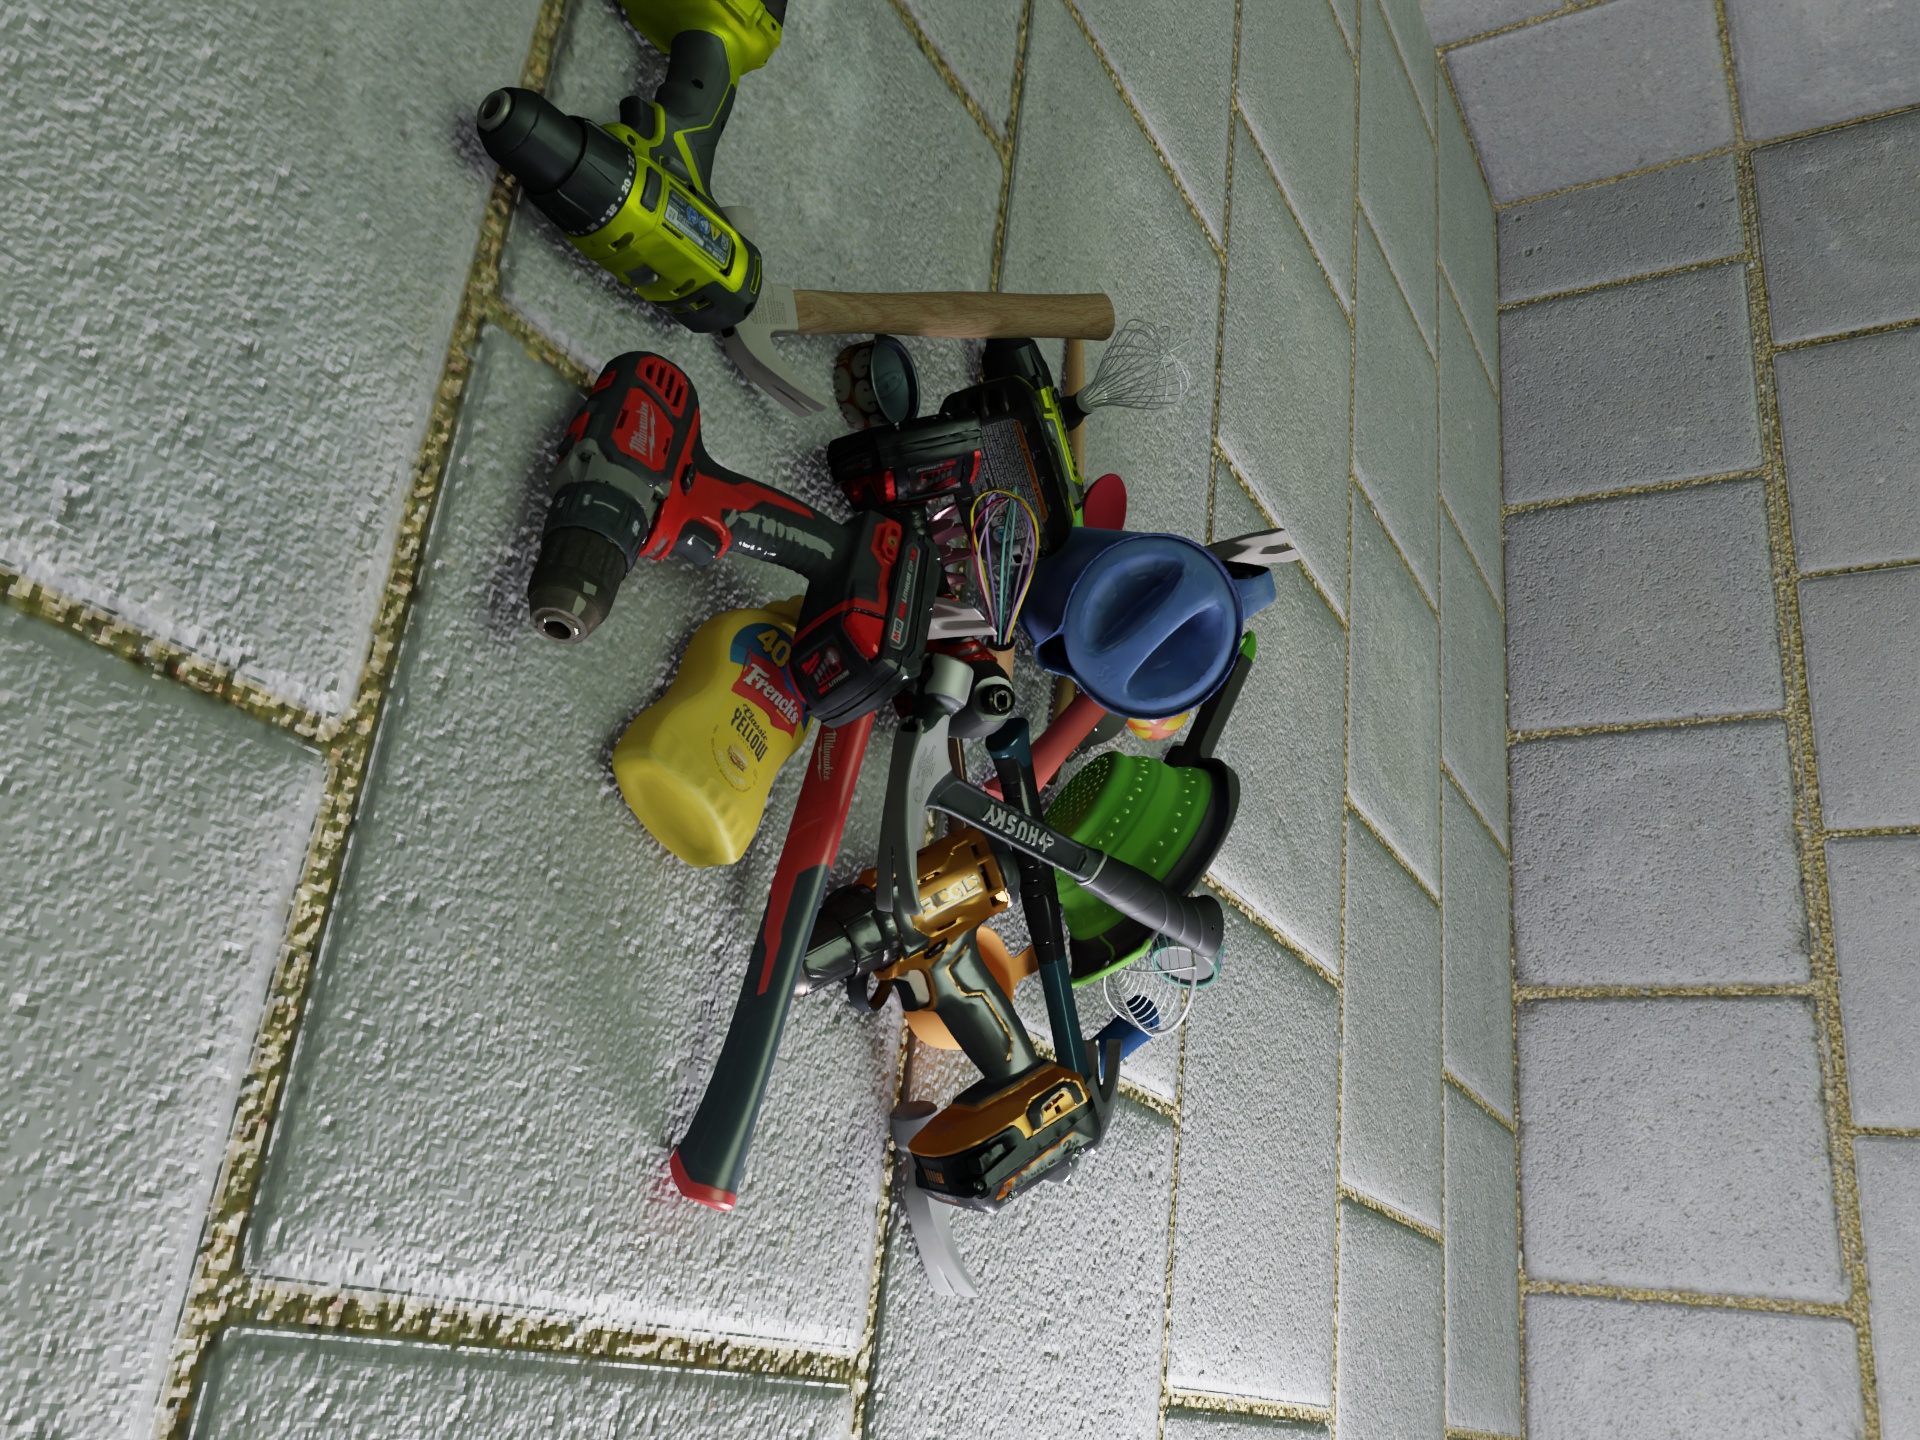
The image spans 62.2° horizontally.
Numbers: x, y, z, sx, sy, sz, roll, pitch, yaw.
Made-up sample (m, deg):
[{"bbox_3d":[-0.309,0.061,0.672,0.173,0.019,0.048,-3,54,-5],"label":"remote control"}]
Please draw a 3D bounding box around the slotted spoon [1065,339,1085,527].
[{"bbox_3d":[0.103,-0.218,1.422,0.031,0.070,0.314,125,-30,-65],"label":"slotted spoon"}]

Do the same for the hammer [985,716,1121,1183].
[{"bbox_3d":[0.065,0.162,1.181,0.128,0.033,0.331,-28,109,-61],"label":"hammer"}]

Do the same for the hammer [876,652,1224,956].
[{"bbox_3d":[0.076,0.097,1.053,0.408,0.036,0.149,31,68,-50],"label":"hammer"}]

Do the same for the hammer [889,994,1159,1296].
[{"bbox_3d":[0.068,0.306,1.256,0.405,0.035,0.144,-18,100,-60],"label":"hammer"}]

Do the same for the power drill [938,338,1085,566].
[{"bbox_3d":[0.044,-0.221,1.243,0.223,0.080,0.171,-71,145,-66],"label":"power drill"}]

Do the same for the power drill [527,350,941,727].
[{"bbox_3d":[-0.128,-0.083,0.889,0.226,0.080,0.188,32,48,-27],"label":"power drill"}]

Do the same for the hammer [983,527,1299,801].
[{"bbox_3d":[0.140,-0.043,1.319,0.359,0.149,0.036,-46,113,-34],"label":"hammer"}]

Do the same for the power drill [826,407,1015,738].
[{"bbox_3d":[-0.017,-0.094,1.086,0.078,0.143,0.219,-16,99,-21],"label":"power drill"}]

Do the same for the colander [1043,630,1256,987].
[{"bbox_3d":[0.158,0.037,1.348,0.094,0.204,0.397,39,51,-10],"label":"colander"}]

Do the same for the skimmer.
[{"bbox_3d":[0.194,0.133,1.441,0.363,0.090,0.127,-60,173,-55],"label":"skimmer"}]

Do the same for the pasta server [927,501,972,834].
[{"bbox_3d":[-0.002,-0.004,1.195,0.060,0.040,0.316,-12,96,-74],"label":"pasta server"}]

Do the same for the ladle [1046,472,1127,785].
[{"bbox_3d":[0.106,-0.085,1.410,0.069,0.031,0.316,45,49,-47],"label":"ladle"}]

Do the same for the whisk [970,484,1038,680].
[{"bbox_3d":[0.028,-0.076,1.176,0.244,0.047,0.051,92,-3,-47],"label":"whisk"}]

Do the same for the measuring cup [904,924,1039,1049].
[{"bbox_3d":[0.015,0.186,1.173,0.173,0.052,0.095,-14,96,-62],"label":"measuring cup"}]

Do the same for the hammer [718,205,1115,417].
[{"bbox_3d":[-0.021,-0.279,1.102,0.331,0.031,0.130,-9,93,-37],"label":"hammer"}]

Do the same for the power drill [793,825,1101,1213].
[{"bbox_3d":[-0.018,0.201,1.029,0.185,0.084,0.226,-23,96,-33],"label":"power drill"}]

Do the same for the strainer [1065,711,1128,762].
[{"bbox_3d":[0.138,-0.063,1.446,0.086,0.050,0.259,80,18,-50],"label":"strainer"}]

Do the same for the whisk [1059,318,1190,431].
[{"bbox_3d":[0.116,-0.268,1.287,0.284,0.070,0.070,-178,-100,-76],"label":"whisk"}]

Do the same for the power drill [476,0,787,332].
[{"bbox_3d":[-0.182,-0.363,0.916,0.190,0.080,0.229,29,62,-52],"label":"power drill"}]

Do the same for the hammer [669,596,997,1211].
[{"bbox_3d":[-0.084,0.097,0.950,0.038,0.143,0.387,45,51,-48],"label":"hammer"}]
